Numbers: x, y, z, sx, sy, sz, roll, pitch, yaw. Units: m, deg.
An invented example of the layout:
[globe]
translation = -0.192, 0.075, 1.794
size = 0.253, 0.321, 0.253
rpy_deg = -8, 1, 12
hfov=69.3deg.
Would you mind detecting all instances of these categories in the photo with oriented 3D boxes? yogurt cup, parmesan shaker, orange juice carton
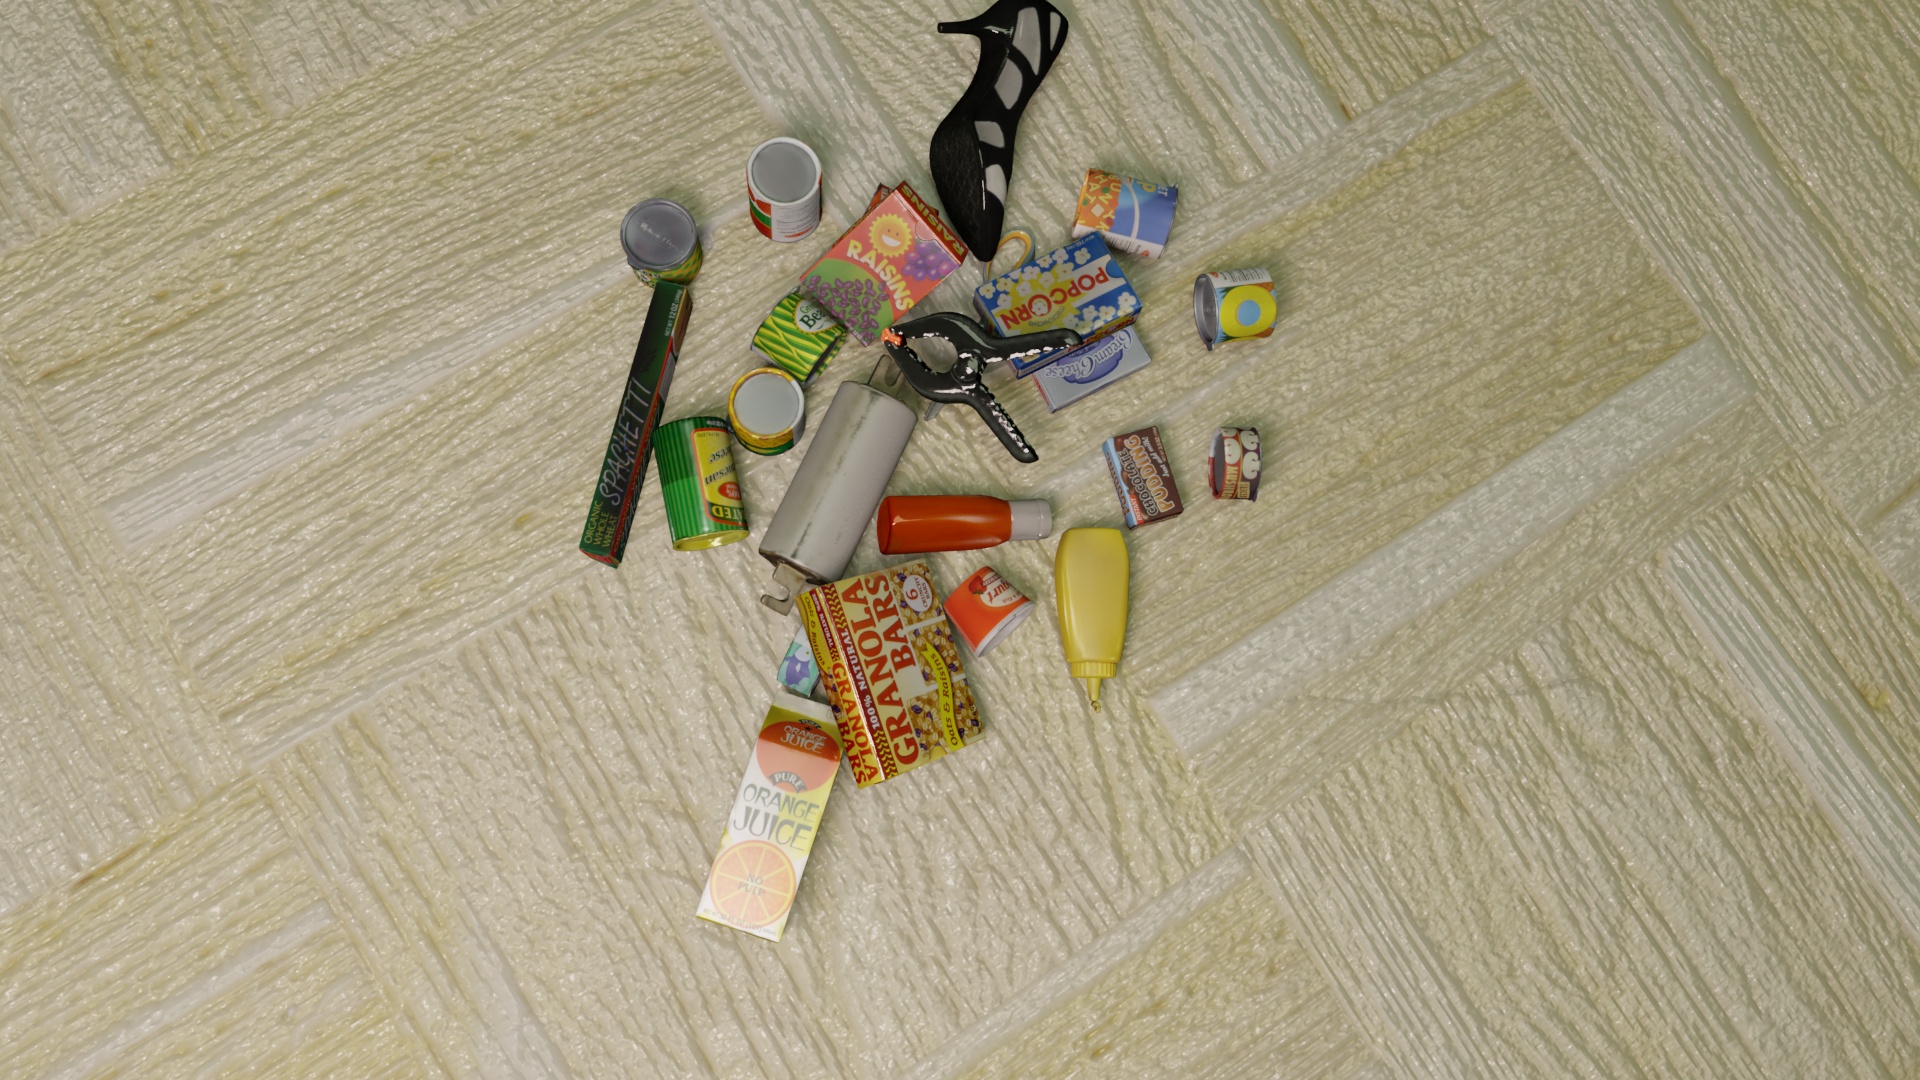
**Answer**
[yogurt cup]
translation = 0.022, 0.059, 1.196
size = 0.072, 0.072, 0.054
rpy_deg = -41, 78, -11
[parmesan shaker]
translation = -0.224, -0.048, 1.186
size = 0.071, 0.071, 0.103
rpy_deg = -12, 82, -8
[orange juice carton]
translation = -0.150, 0.224, 1.143
size = 0.072, 0.073, 0.193
rpy_deg = 19, 78, -2

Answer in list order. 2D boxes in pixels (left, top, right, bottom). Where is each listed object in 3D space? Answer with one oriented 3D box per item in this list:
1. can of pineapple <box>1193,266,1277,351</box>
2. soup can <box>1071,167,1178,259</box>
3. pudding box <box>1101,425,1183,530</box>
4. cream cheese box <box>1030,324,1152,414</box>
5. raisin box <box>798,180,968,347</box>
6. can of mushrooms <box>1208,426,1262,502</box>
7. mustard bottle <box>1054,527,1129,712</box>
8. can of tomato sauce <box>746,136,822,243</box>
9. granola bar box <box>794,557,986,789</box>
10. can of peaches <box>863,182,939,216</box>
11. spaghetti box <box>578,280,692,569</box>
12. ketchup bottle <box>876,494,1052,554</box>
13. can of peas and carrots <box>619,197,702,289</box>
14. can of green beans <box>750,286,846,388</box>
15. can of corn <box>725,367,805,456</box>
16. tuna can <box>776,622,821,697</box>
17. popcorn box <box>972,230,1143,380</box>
[can of pineapple]
translation = 0.250, -0.212, 1.268
size = 0.058, 0.071, 0.071
rpy_deg = -8, 81, -7
[soup can]
translation = 0.151, -0.303, 1.273
size = 0.084, 0.071, 0.071
rpy_deg = 13, 79, -3
[pudding box]
translation = 0.163, -0.056, 1.247
size = 0.050, 0.030, 0.084
rpy_deg = -15, 81, -7
[cream cheese box]
translation = 0.117, -0.162, 1.265
size = 0.104, 0.024, 0.053
rpy_deg = -27, 84, -10
[raisin box]
translation = -0.067, -0.240, 1.209
size = 0.123, 0.040, 0.086
rpy_deg = -36, 106, 27
[can of mushrooms]
translation = 0.244, -0.067, 1.238
size = 0.033, 0.071, 0.071
rpy_deg = 2, 80, -4
[mustard bottle]
translation = 0.114, 0.070, 1.210
size = 0.065, 0.048, 0.160
rpy_deg = 2, 80, -5
[can of tomato sauce]
translation = -0.157, -0.313, 1.236
size = 0.071, 0.083, 0.071
rpy_deg = 1, 80, -6
[granola bar box]
translation = -0.056, 0.106, 1.153
size = 0.124, 0.039, 0.165
rpy_deg = -15, 84, -46
[can of peaches]
translation = -0.057, -0.279, 1.246
size = 0.058, 0.071, 0.071
rpy_deg = 25, 79, -2
[spaghetti box]
translation = -0.279, -0.101, 1.202
size = 0.029, 0.050, 0.250
rpy_deg = 13, 79, -1
[ketchup bottle]
translation = 0.004, -0.015, 1.210
size = 0.149, 0.064, 0.044
rpy_deg = -2, 63, -15
[can of peas and carrots]
translation = -0.265, -0.258, 1.228
size = 0.071, 0.058, 0.071
rpy_deg = 1, 80, -5
[can of green beans]
translation = -0.142, -0.176, 1.221
size = 0.058, 0.071, 0.071
rpy_deg = 38, 79, 1
[can of corn]
translation = -0.171, -0.112, 1.210
size = 0.071, 0.058, 0.071
rpy_deg = 1, 79, -6
[tuna can]
translation = -0.128, 0.098, 1.174
size = 0.033, 0.071, 0.071
rpy_deg = 26, 79, 0
[popcorn box]
translation = 0.086, -0.210, 1.242
size = 0.127, 0.038, 0.085
rpy_deg = -27, 76, -8
